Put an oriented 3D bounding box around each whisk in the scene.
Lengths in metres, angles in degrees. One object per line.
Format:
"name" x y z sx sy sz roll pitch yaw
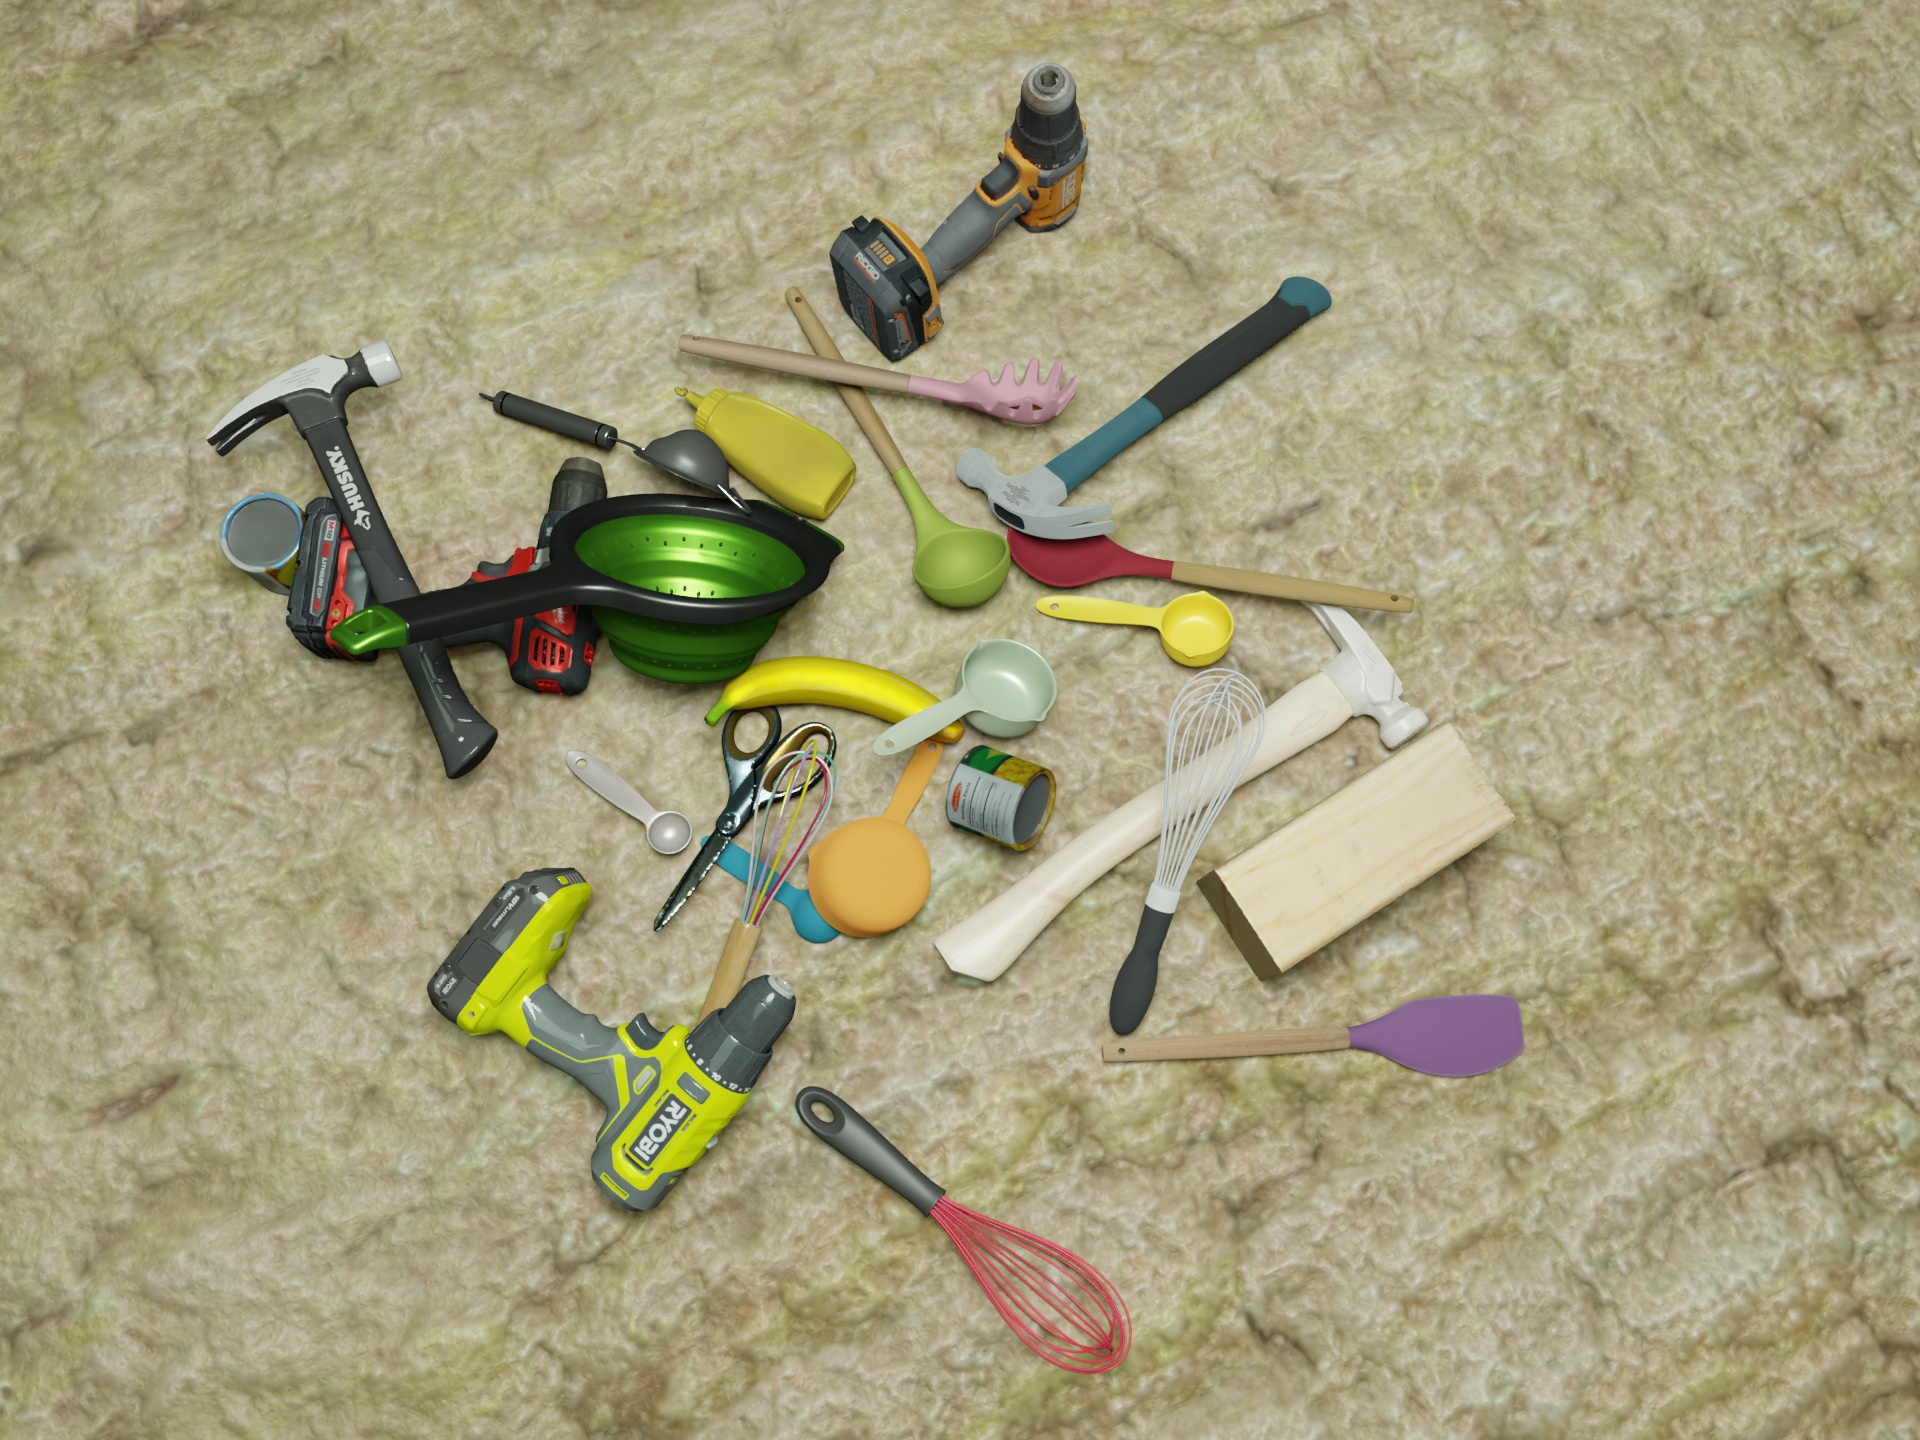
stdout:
"whisk" -0.003 0.359 1.137 0.296 0.073 0.073 36 80 13
"whisk" 0.158 0.099 1.156 0.070 0.070 0.284 16 102 3
"whisk" -0.149 0.129 1.181 0.047 0.051 0.245 21 91 43

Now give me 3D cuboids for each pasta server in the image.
"pasta server" -0.066 -0.277 1.255 0.316 0.040 0.060 10 45 1

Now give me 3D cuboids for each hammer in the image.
"hammer" -0.429 -0.111 1.170 0.146 0.035 0.335 -24 82 -12
"hammer" 0.151 0.057 1.214 0.410 0.038 0.146 -34 78 -7
"hammer" 0.162 -0.257 1.274 0.331 0.033 0.128 -37 58 -12

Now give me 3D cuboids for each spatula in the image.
"spatula" 0.263 0.240 1.183 0.316 0.018 0.060 -2 78 -2

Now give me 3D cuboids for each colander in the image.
"colander" -0.258 -0.070 1.134 0.205 0.094 0.397 30 33 32

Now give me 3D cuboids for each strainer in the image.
"strainer" -0.273 -0.224 1.259 0.258 0.087 0.050 20 98 15

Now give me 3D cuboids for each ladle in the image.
"ladle" 0.191 -0.115 1.236 0.315 0.031 0.069 10 66 10
"ladle" -0.060 -0.225 1.266 0.078 0.062 0.320 -27 76 -13

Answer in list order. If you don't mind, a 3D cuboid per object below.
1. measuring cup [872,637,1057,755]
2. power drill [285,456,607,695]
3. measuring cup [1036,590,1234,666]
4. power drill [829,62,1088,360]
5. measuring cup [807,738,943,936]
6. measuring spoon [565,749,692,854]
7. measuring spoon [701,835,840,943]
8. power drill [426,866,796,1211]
"measuring cup" -0.002 -0.004 1.197 0.167 0.038 0.083 -28 70 -30
"power drill" -0.385 -0.121 1.231 0.226 0.080 0.188 6 78 -2
"measuring cup" 0.137 -0.076 1.252 0.156 0.029 0.062 9 61 14
"power drill" 0.007 -0.401 1.242 0.226 0.185 0.084 -40 82 -5
"measuring cup" -0.047 0.079 1.192 0.095 0.052 0.174 30 72 -10
"measuring spoon" -0.256 0.062 1.223 0.124 0.018 0.034 36 69 14
"measuring spoon" -0.143 0.123 1.203 0.128 0.021 0.042 32 79 5
"power drill" -0.246 0.210 1.141 0.228 0.080 0.190 39 95 7
